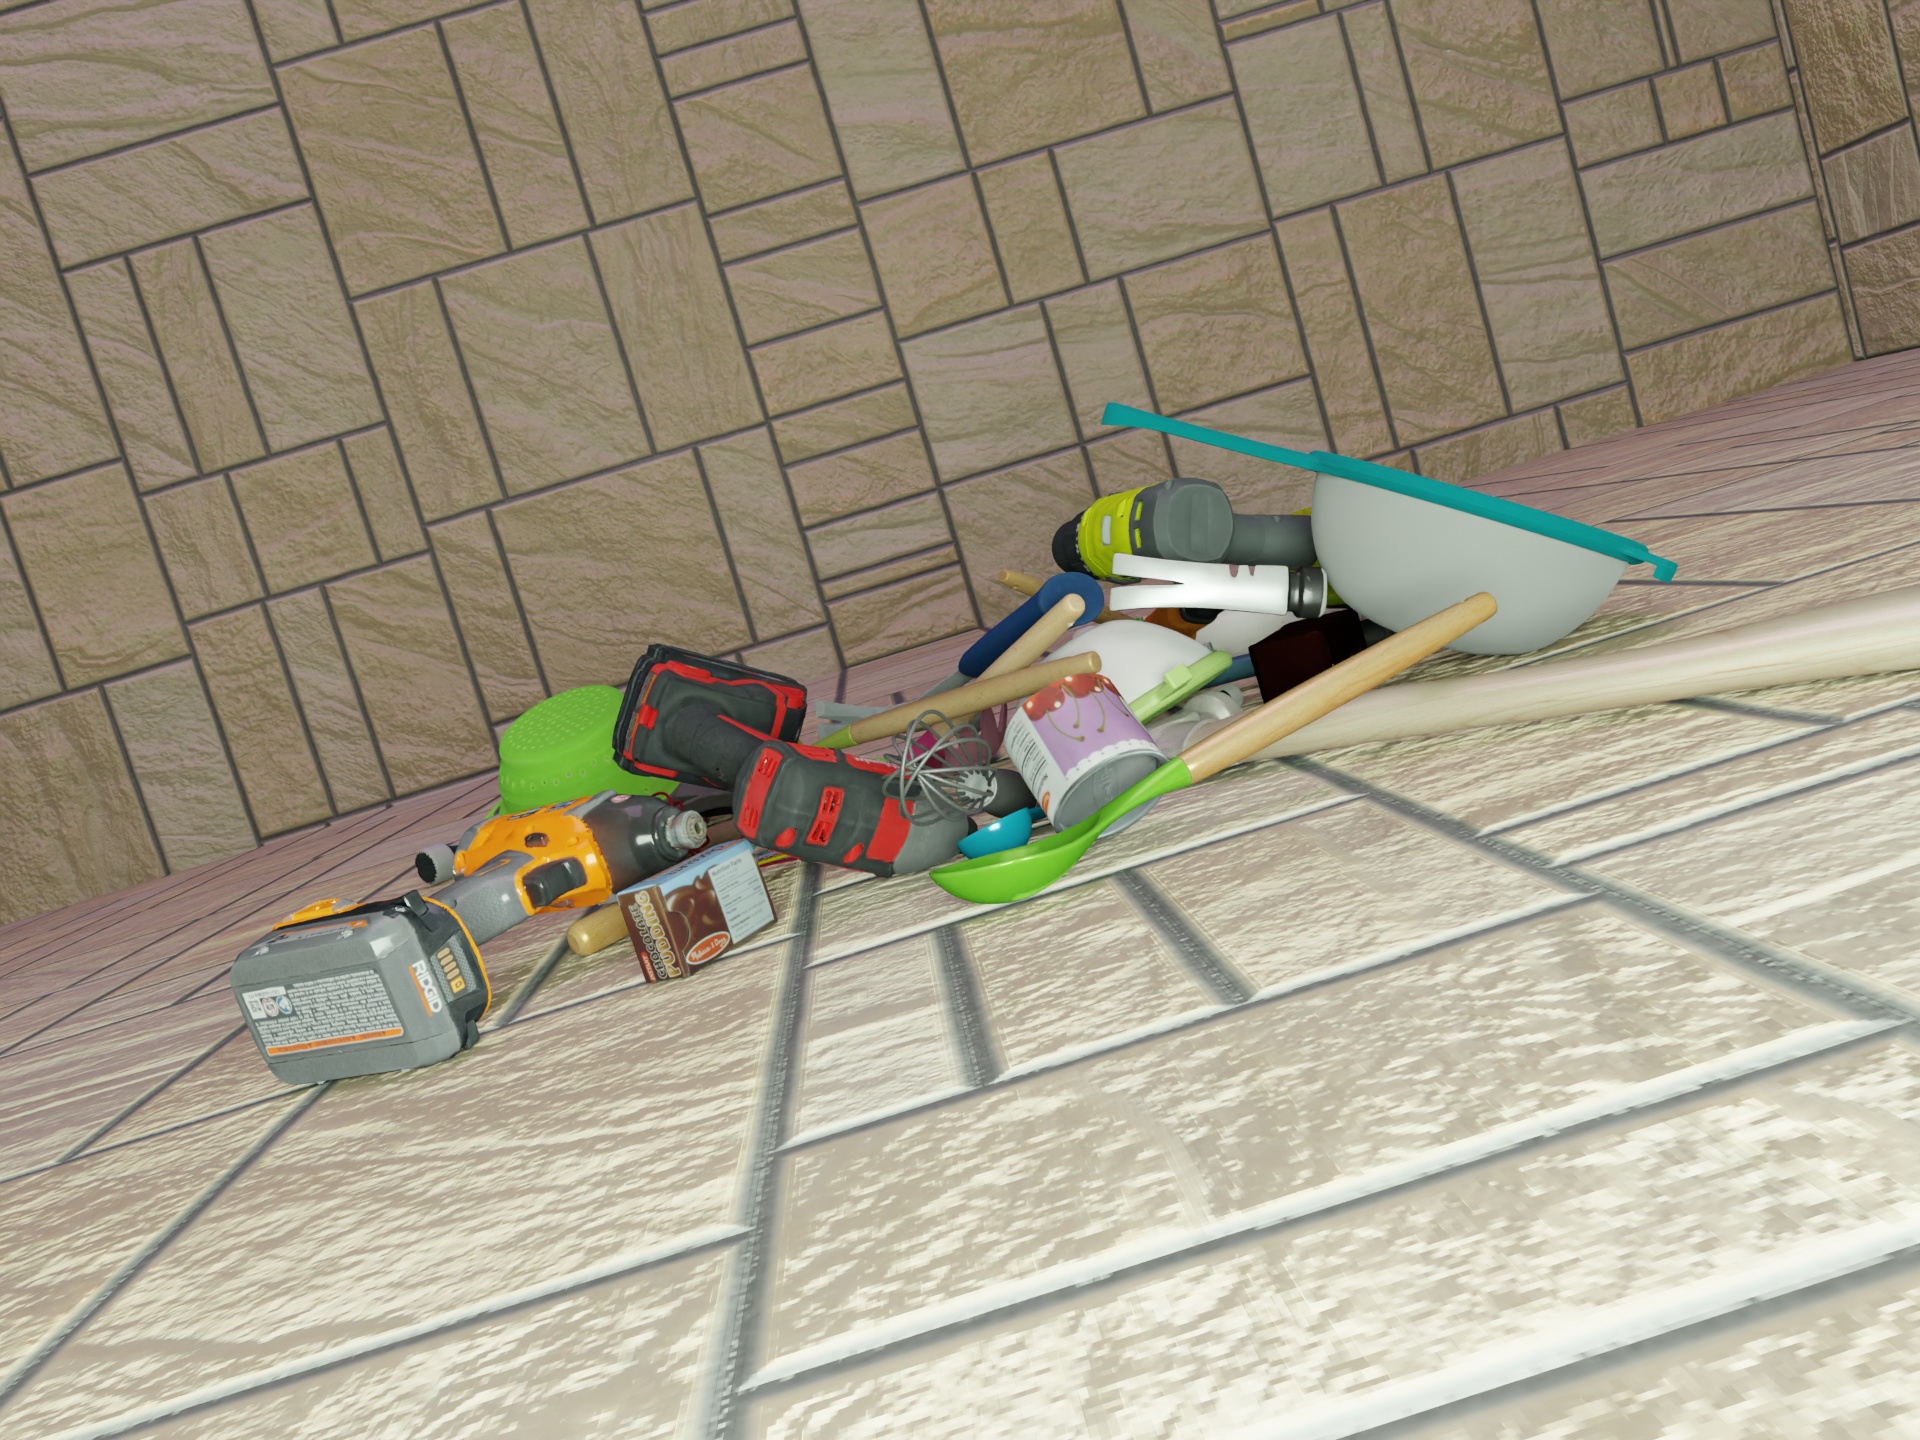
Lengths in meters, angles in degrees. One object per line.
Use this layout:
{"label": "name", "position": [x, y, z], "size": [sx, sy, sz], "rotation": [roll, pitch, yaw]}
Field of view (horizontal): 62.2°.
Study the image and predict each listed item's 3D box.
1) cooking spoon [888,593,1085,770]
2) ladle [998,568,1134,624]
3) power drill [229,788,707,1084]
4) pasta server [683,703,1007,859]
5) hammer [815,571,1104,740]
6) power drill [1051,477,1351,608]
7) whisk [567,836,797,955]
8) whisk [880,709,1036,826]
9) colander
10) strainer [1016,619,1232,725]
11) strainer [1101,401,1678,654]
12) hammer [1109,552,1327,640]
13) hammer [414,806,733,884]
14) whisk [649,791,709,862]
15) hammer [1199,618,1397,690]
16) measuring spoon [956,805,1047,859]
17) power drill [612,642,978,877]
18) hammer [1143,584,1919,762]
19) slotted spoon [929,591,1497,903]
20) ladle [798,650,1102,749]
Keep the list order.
{"label": "cooking spoon", "position": [-0.002, -0.003, 1.040], "size": [0.068, 0.017, 0.319], "rotation": [-17, -15, -33]}
{"label": "ladle", "position": [0.132, -0.090, 1.374], "size": [0.069, 0.031, 0.315], "rotation": [-23, -23, 34]}
{"label": "power drill", "position": [-0.246, 0.100, 0.845], "size": [0.164, 0.084, 0.226], "rotation": [-13, 13, 27]}
{"label": "pasta server", "position": [-0.109, 0.055, 1.182], "size": [0.316, 0.040, 0.060], "rotation": [-18, -9, -3]}
{"label": "hammer", "position": [0.002, -0.035, 1.147], "size": [0.144, 0.035, 0.405], "rotation": [-4, -10, -18]}
{"label": "power drill", "position": [0.191, -0.125, 1.134], "size": [0.228, 0.080, 0.190], "rotation": [2, 0, -22]}
{"label": "whisk", "position": [-0.138, 0.083, 0.987], "size": [0.245, 0.047, 0.051], "rotation": [-26, -5, -38]}
{"label": "whisk", "position": [0.008, 0.031, 0.826], "size": [0.055, 0.055, 0.239], "rotation": [-16, -10, 12]}
{"label": "colander", "position": [-0.239, 0.028, 1.285], "size": [0.397, 0.094, 0.205], "rotation": [-6, 32, 24]}
{"label": "strainer", "position": [0.111, -0.033, 1.027], "size": [0.151, 0.069, 0.256], "rotation": [-36, -4, 29]}
{"label": "strainer", "position": [0.243, -0.111, 0.984], "size": [0.340, 0.095, 0.211], "rotation": [15, 11, -2]}
{"label": "hammer", "position": [0.152, -0.074, 1.096], "size": [0.127, 0.034, 0.337], "rotation": [3, -2, 0]}
{"label": "hammer", "position": [-0.318, 0.092, 1.442], "size": [0.409, 0.036, 0.149], "rotation": [-12, 7, 37]}
{"label": "whisk", "position": [-0.245, 0.098, 1.092], "size": [0.073, 0.073, 0.296], "rotation": [-21, 0, -33]}
{"label": "hammer", "position": [0.275, -0.055, 1.157], "size": [0.331, 0.033, 0.128], "rotation": [-14, 8, 24]}
{"label": "measuring spoon", "position": [0.038, 0.060, 0.859], "size": [0.042, 0.021, 0.128], "rotation": [-30, -9, 23]}
{"label": "power drill", "position": [-0.094, 0.028, 0.899], "size": [0.143, 0.078, 0.220], "rotation": [15, 7, -39]}
{"label": "hammer", "position": [0.248, -0.007, 0.772], "size": [0.411, 0.038, 0.146], "rotation": [-11, 10, 41]}
{"label": "slotted spoon", "position": [0.128, 0.012, 0.756], "size": [0.314, 0.031, 0.070], "rotation": [-28, 3, -12]}
{"label": "ladle", "position": [-0.049, -0.010, 1.002], "size": [0.320, 0.062, 0.078], "rotation": [-16, -4, 37]}
